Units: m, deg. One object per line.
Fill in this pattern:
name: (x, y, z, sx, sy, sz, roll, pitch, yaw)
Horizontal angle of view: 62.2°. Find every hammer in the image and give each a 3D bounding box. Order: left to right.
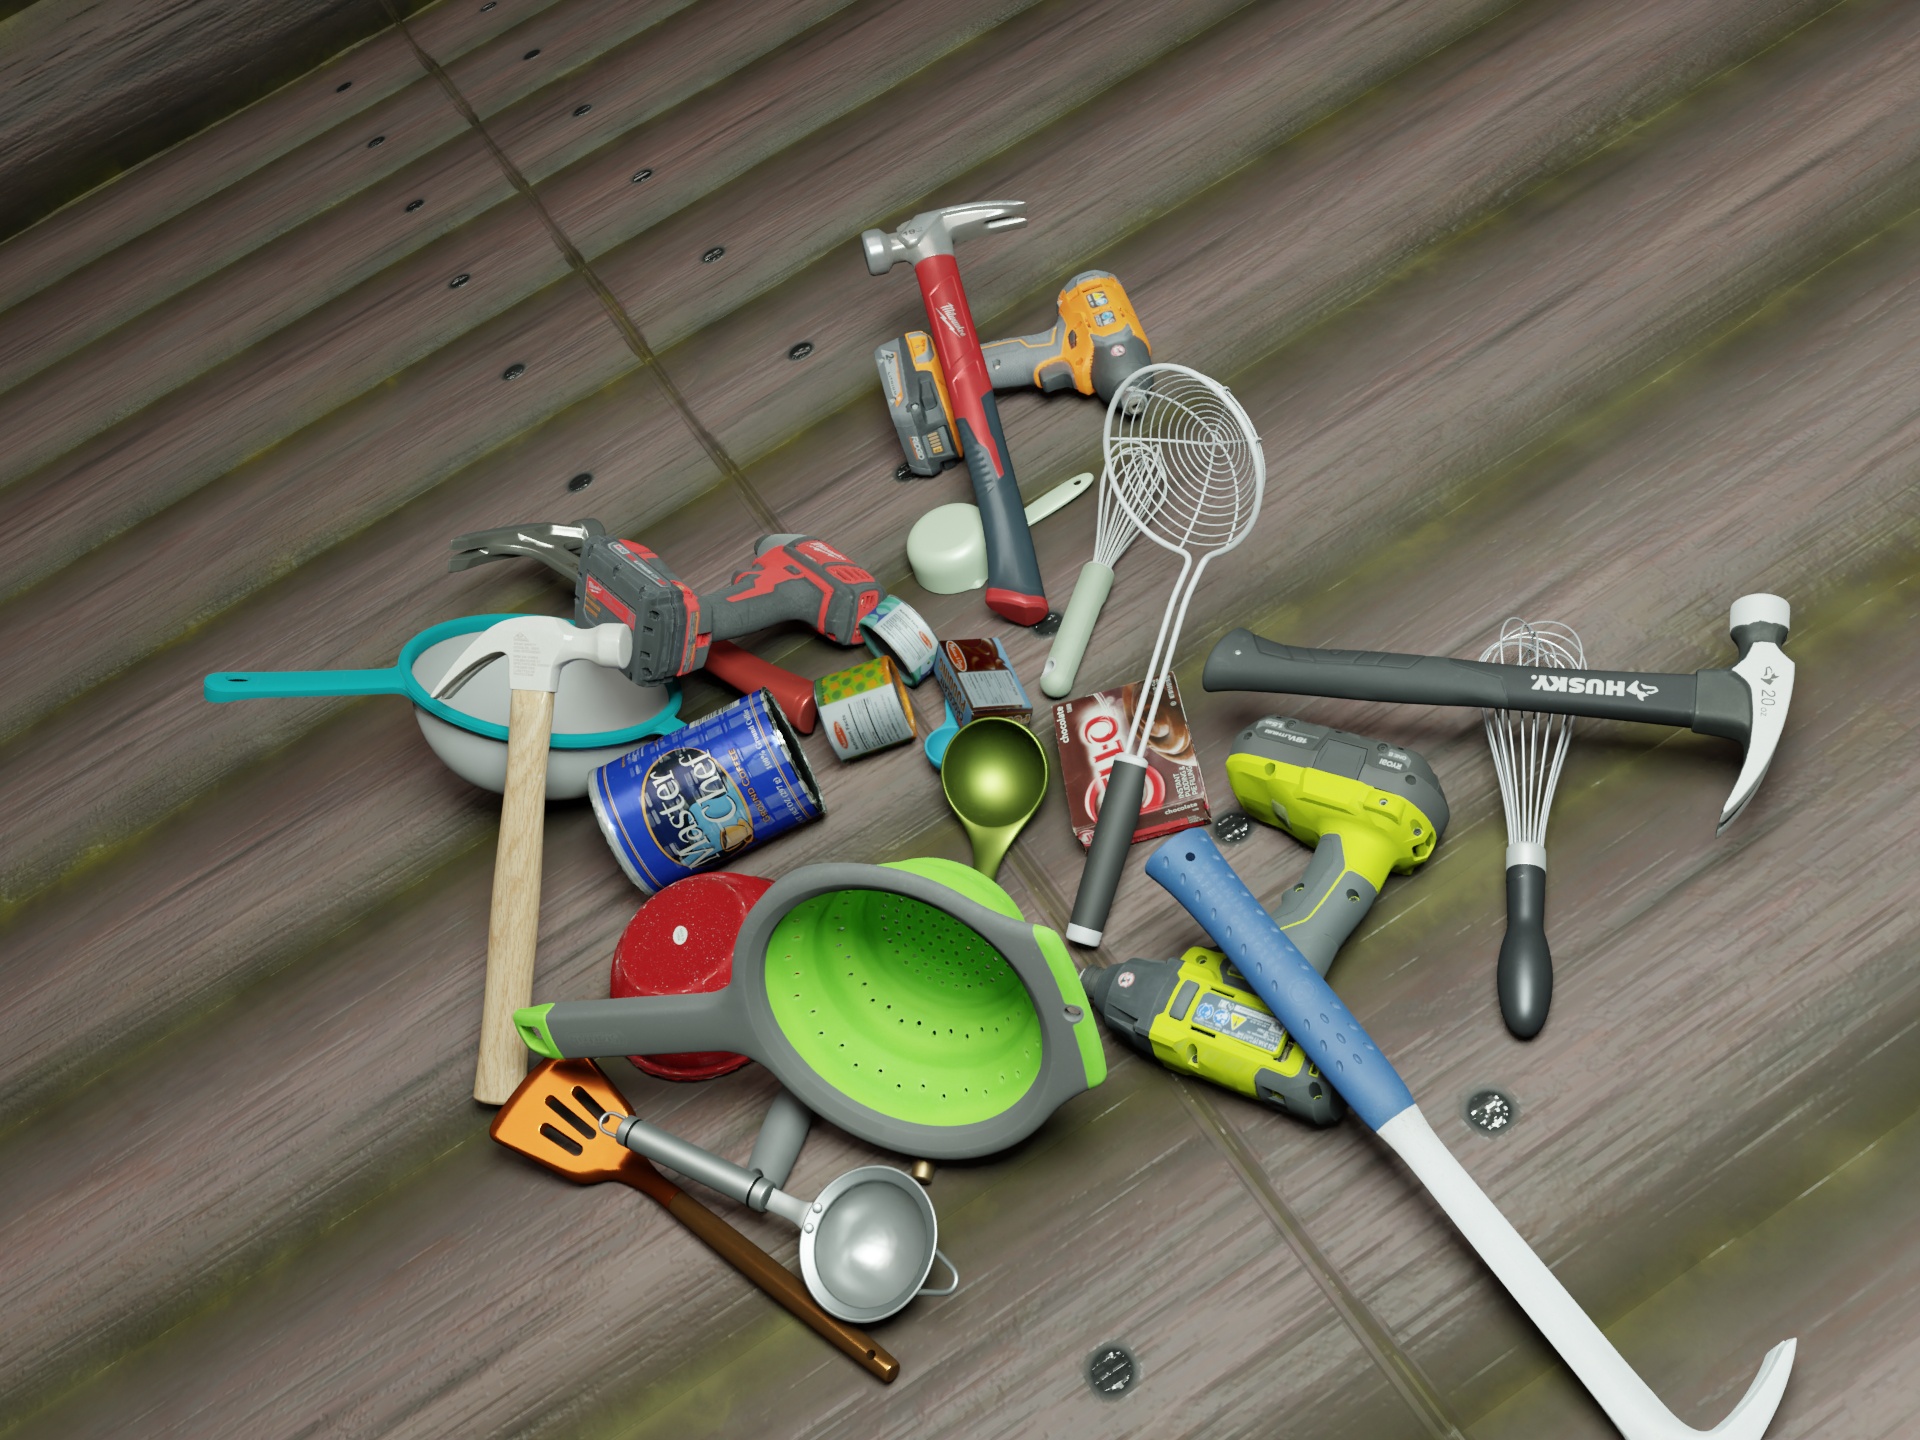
hammer: (-0.303, 0.093, 1.085, 0.130, 0.031, 0.331, 4, 87, 6)
hammer: (-0.252, -0.080, 1.286, 0.359, 0.036, 0.149, 30, 31, 30)
hammer: (0.026, -0.254, 1.278, 0.143, 0.038, 0.387, -13, 67, -1)
hammer: (0.236, 0.211, 0.818, 0.144, 0.035, 0.406, -33, 60, -8)
hammer: (0.312, -0.017, 0.956, 0.335, 0.035, 0.146, 5, 63, 21)

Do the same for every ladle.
ladle: (0.002, 0.138, 1.026, 0.078, 0.062, 0.320, -1, 54, 20)

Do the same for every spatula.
spatula: (-0.160, 0.301, 0.963, 0.323, 0.041, 0.081, 24, 63, 35)

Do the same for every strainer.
strainer: (-0.382, 0.004, 1.199, 0.340, 0.095, 0.211, -2, 30, -29)
strainer: (-0.109, 0.281, 0.936, 0.258, 0.050, 0.087, 18, 70, 23)

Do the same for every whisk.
whisk: (-0.089, 0.198, 1.019, 0.055, 0.055, 0.239, 7, 59, 27)
whisk: (0.108, -0.119, 1.212, 0.058, 0.059, 0.246, -27, 35, 55)
whisk: (0.340, 0.057, 0.957, 0.070, 0.070, 0.285, -1, 56, 22)

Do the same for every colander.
colander: (-0.095, 0.158, 0.964, 0.397, 0.204, 0.094, -8, 25, 26)

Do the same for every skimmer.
skimmer: (0.107, -0.039, 1.009, 0.127, 0.090, 0.363, 12, 84, 46)

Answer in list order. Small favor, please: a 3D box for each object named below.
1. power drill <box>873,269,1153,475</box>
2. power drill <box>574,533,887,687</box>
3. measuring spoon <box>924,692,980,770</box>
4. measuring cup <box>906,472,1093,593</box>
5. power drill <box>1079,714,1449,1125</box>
power drill: (0.051, -0.290, 1.358, 0.226, 0.084, 0.164, -18, 49, 3)
power drill: (-0.179, -0.100, 1.233, 0.219, 0.078, 0.143, -13, 38, -40)
measuring spoon: (-0.002, -0.004, 1.179, 0.042, 0.021, 0.129, 2, 41, 3)
measuring cup: (0.032, -0.165, 1.283, 0.167, 0.038, 0.083, -32, 46, -2)
power drill: (0.185, 0.113, 0.958, 0.171, 0.080, 0.223, 16, 63, 32)
